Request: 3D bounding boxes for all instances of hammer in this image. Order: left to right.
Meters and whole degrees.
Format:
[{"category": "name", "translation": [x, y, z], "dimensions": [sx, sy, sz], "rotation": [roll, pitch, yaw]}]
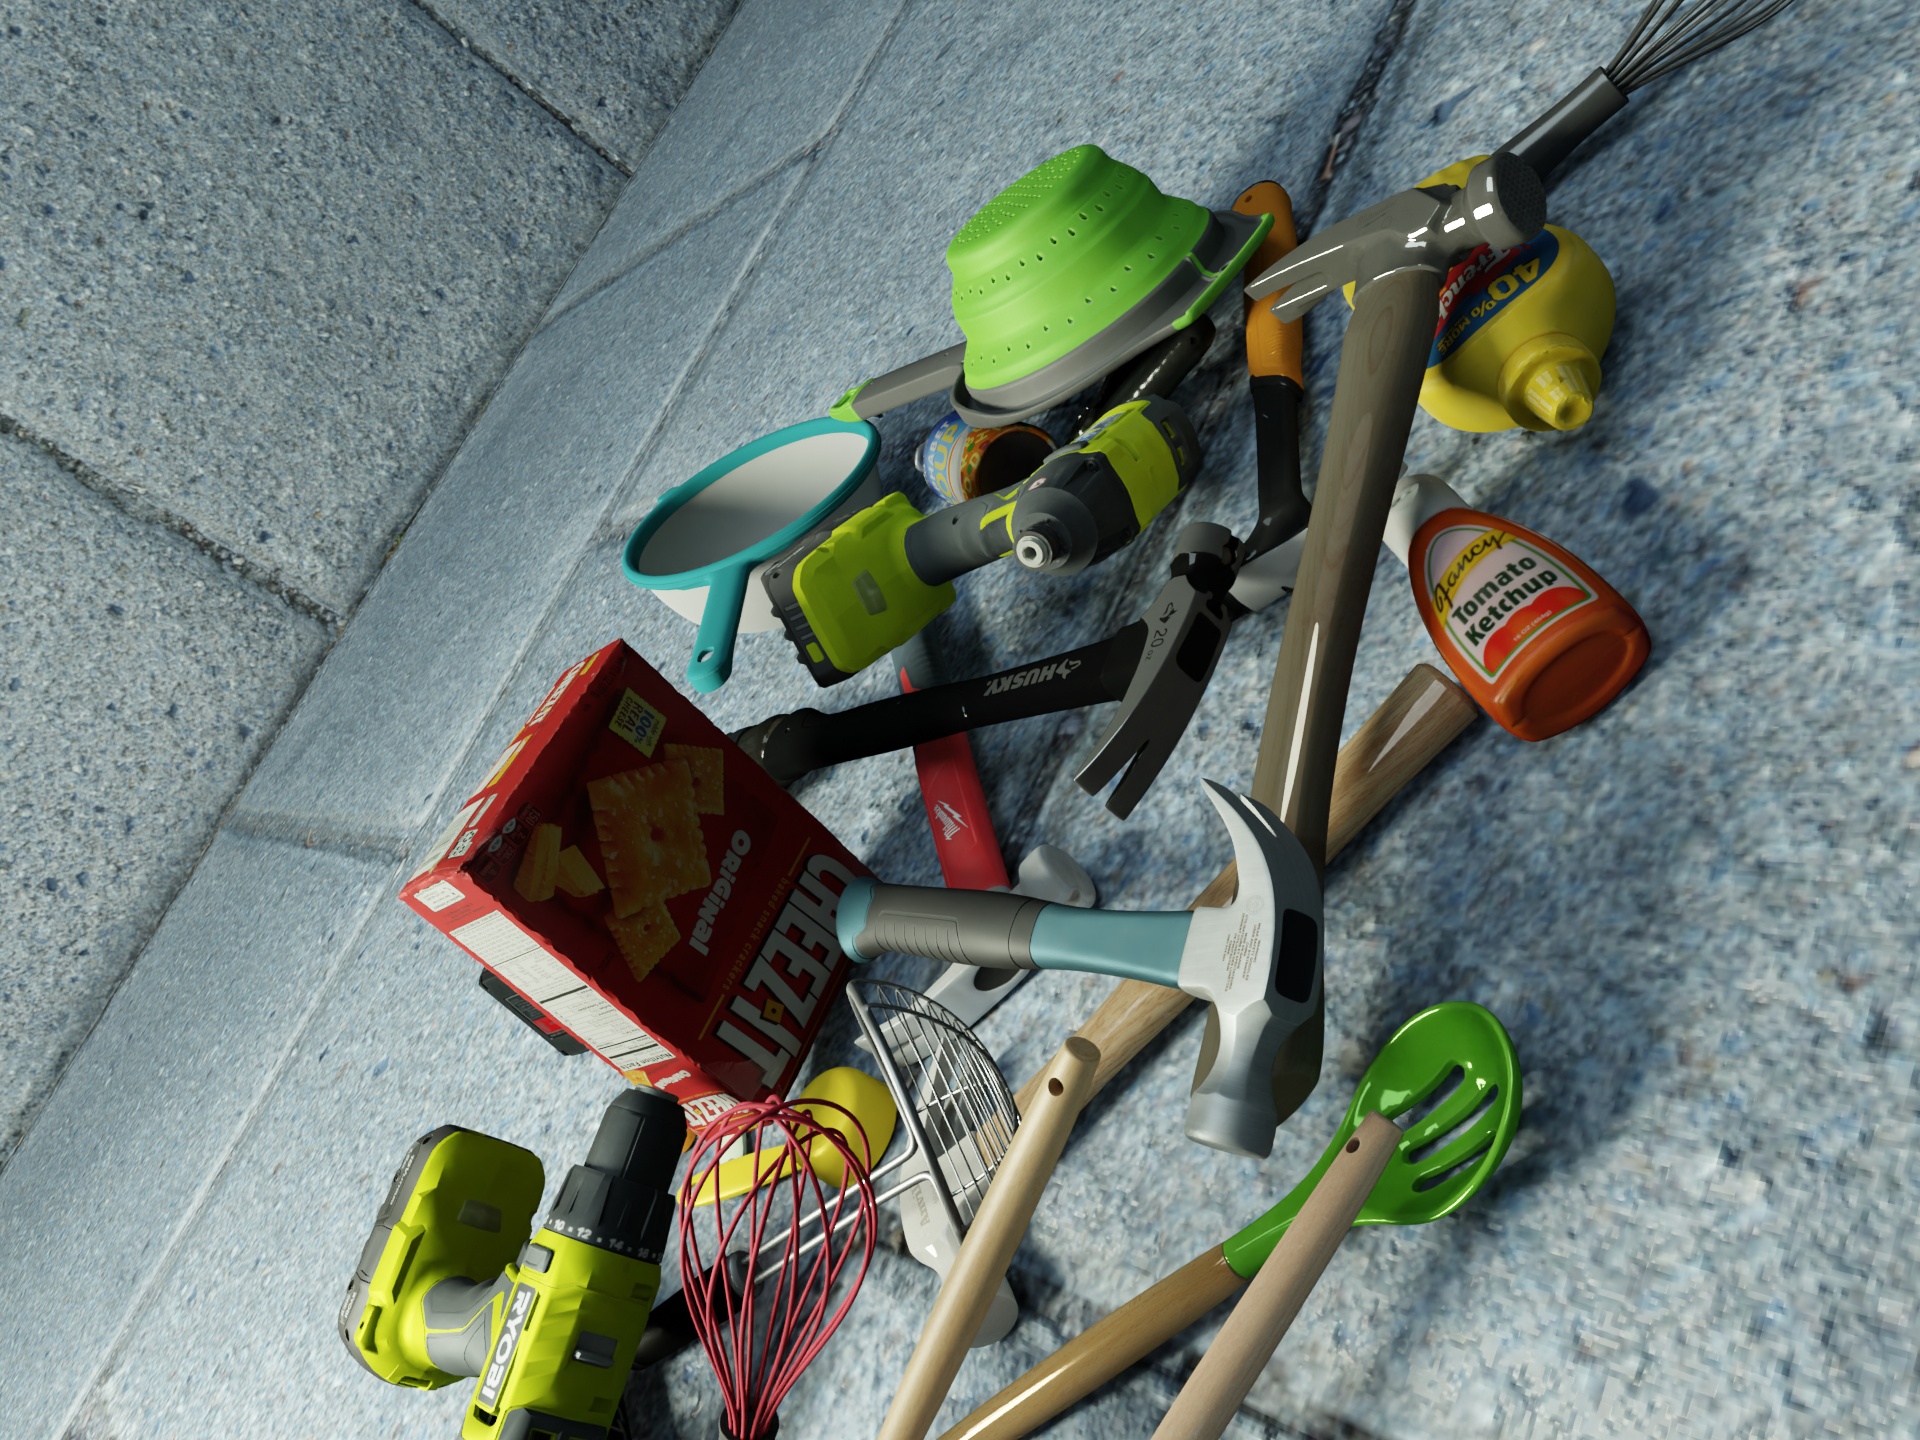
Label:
[{"category": "hammer", "translation": [-0.022, 0.023, 0.920], "dimensions": [0.143, 0.038, 0.387], "rotation": [-45, 30, 19]}, {"category": "hammer", "translation": [-0.001, -0.003, 0.837], "dimensions": [0.335, 0.035, 0.146], "rotation": [-14, 46, 48]}, {"category": "hammer", "translation": [0.030, 0.091, 0.671], "dimensions": [0.331, 0.033, 0.128], "rotation": [-6, 63, 60]}, {"category": "hammer", "translation": [0.089, 0.105, 0.673], "dimensions": [0.331, 0.031, 0.130], "rotation": [-48, 30, 10]}, {"category": "hammer", "translation": [0.177, -0.200, 0.866], "dimensions": [0.127, 0.034, 0.337], "rotation": [-33, 35, 35]}, {"category": "hammer", "translation": [0.144, -0.041, 0.655], "dimensions": [0.146, 0.038, 0.411], "rotation": [-12, 56, 53]}]

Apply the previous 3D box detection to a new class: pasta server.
[{"category": "pasta server", "translation": [0.060, 0.267, 0.522], "dimensions": [0.316, 0.040, 0.060], "rotation": [-57, 29, -1]}]

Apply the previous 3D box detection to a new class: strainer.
[{"category": "strainer", "translation": [-0.137, -0.094, 1.121], "dimensions": [0.211, 0.095, 0.341], "rotation": [-21, 32, 14]}]

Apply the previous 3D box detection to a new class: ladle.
[{"category": "ladle", "translation": [-0.022, 0.242, 0.555], "dimensions": [0.078, 0.062, 0.320], "rotation": [35, 116, 29]}]

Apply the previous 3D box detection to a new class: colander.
[{"category": "colander", "translation": [0.010, -0.269, 1.012], "dimensions": [0.397, 0.094, 0.204], "rotation": [-5, 40, 53]}]

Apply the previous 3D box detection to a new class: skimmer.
[{"category": "skimmer", "translation": [-0.088, 0.230, 0.694], "dimensions": [0.363, 0.090, 0.127], "rotation": [-44, 64, 38]}]

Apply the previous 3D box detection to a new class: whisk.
[{"category": "whisk", "translation": [-0.080, 0.255, 0.608], "dimensions": [0.073, 0.073, 0.295], "rotation": [-113, 28, -57]}, {"category": "whisk", "translation": [0.314, -0.309, 0.770], "dimensions": [0.239, 0.055, 0.055], "rotation": [-40, 31, 33]}]

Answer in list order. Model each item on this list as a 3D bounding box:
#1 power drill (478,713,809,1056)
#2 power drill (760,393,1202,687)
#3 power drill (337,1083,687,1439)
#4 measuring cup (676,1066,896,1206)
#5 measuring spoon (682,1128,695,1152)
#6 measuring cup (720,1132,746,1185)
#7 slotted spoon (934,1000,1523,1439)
[{"category": "power drill", "translation": [-0.185, 0.092, 1.005], "dimensions": [0.188, 0.080, 0.227], "rotation": [-27, 24, 50]}, {"category": "power drill", "translation": [0.006, -0.096, 0.868], "dimensions": [0.223, 0.080, 0.171], "rotation": [-19, 16, 36]}, {"category": "power drill", "translation": [-0.225, 0.275, 0.812], "dimensions": [0.228, 0.080, 0.191], "rotation": [-9, 57, 52]}, {"category": "measuring cup", "translation": [-0.099, 0.220, 0.817], "dimensions": [0.156, 0.029, 0.062], "rotation": [-28, 38, 29]}, {"category": "measuring spoon", "translation": [-0.196, 0.260, 0.949], "dimensions": [0.117, 0.011, 0.021], "rotation": [-31, 36, 36]}, {"category": "measuring cup", "translation": [-0.148, 0.201, 0.914], "dimensions": [0.083, 0.038, 0.168], "rotation": [-47, 28, 13]}, {"category": "slotted spoon", "translation": [0.082, 0.208, 0.580], "dimensions": [0.313, 0.031, 0.070], "rotation": [-44, 30, 22]}]
